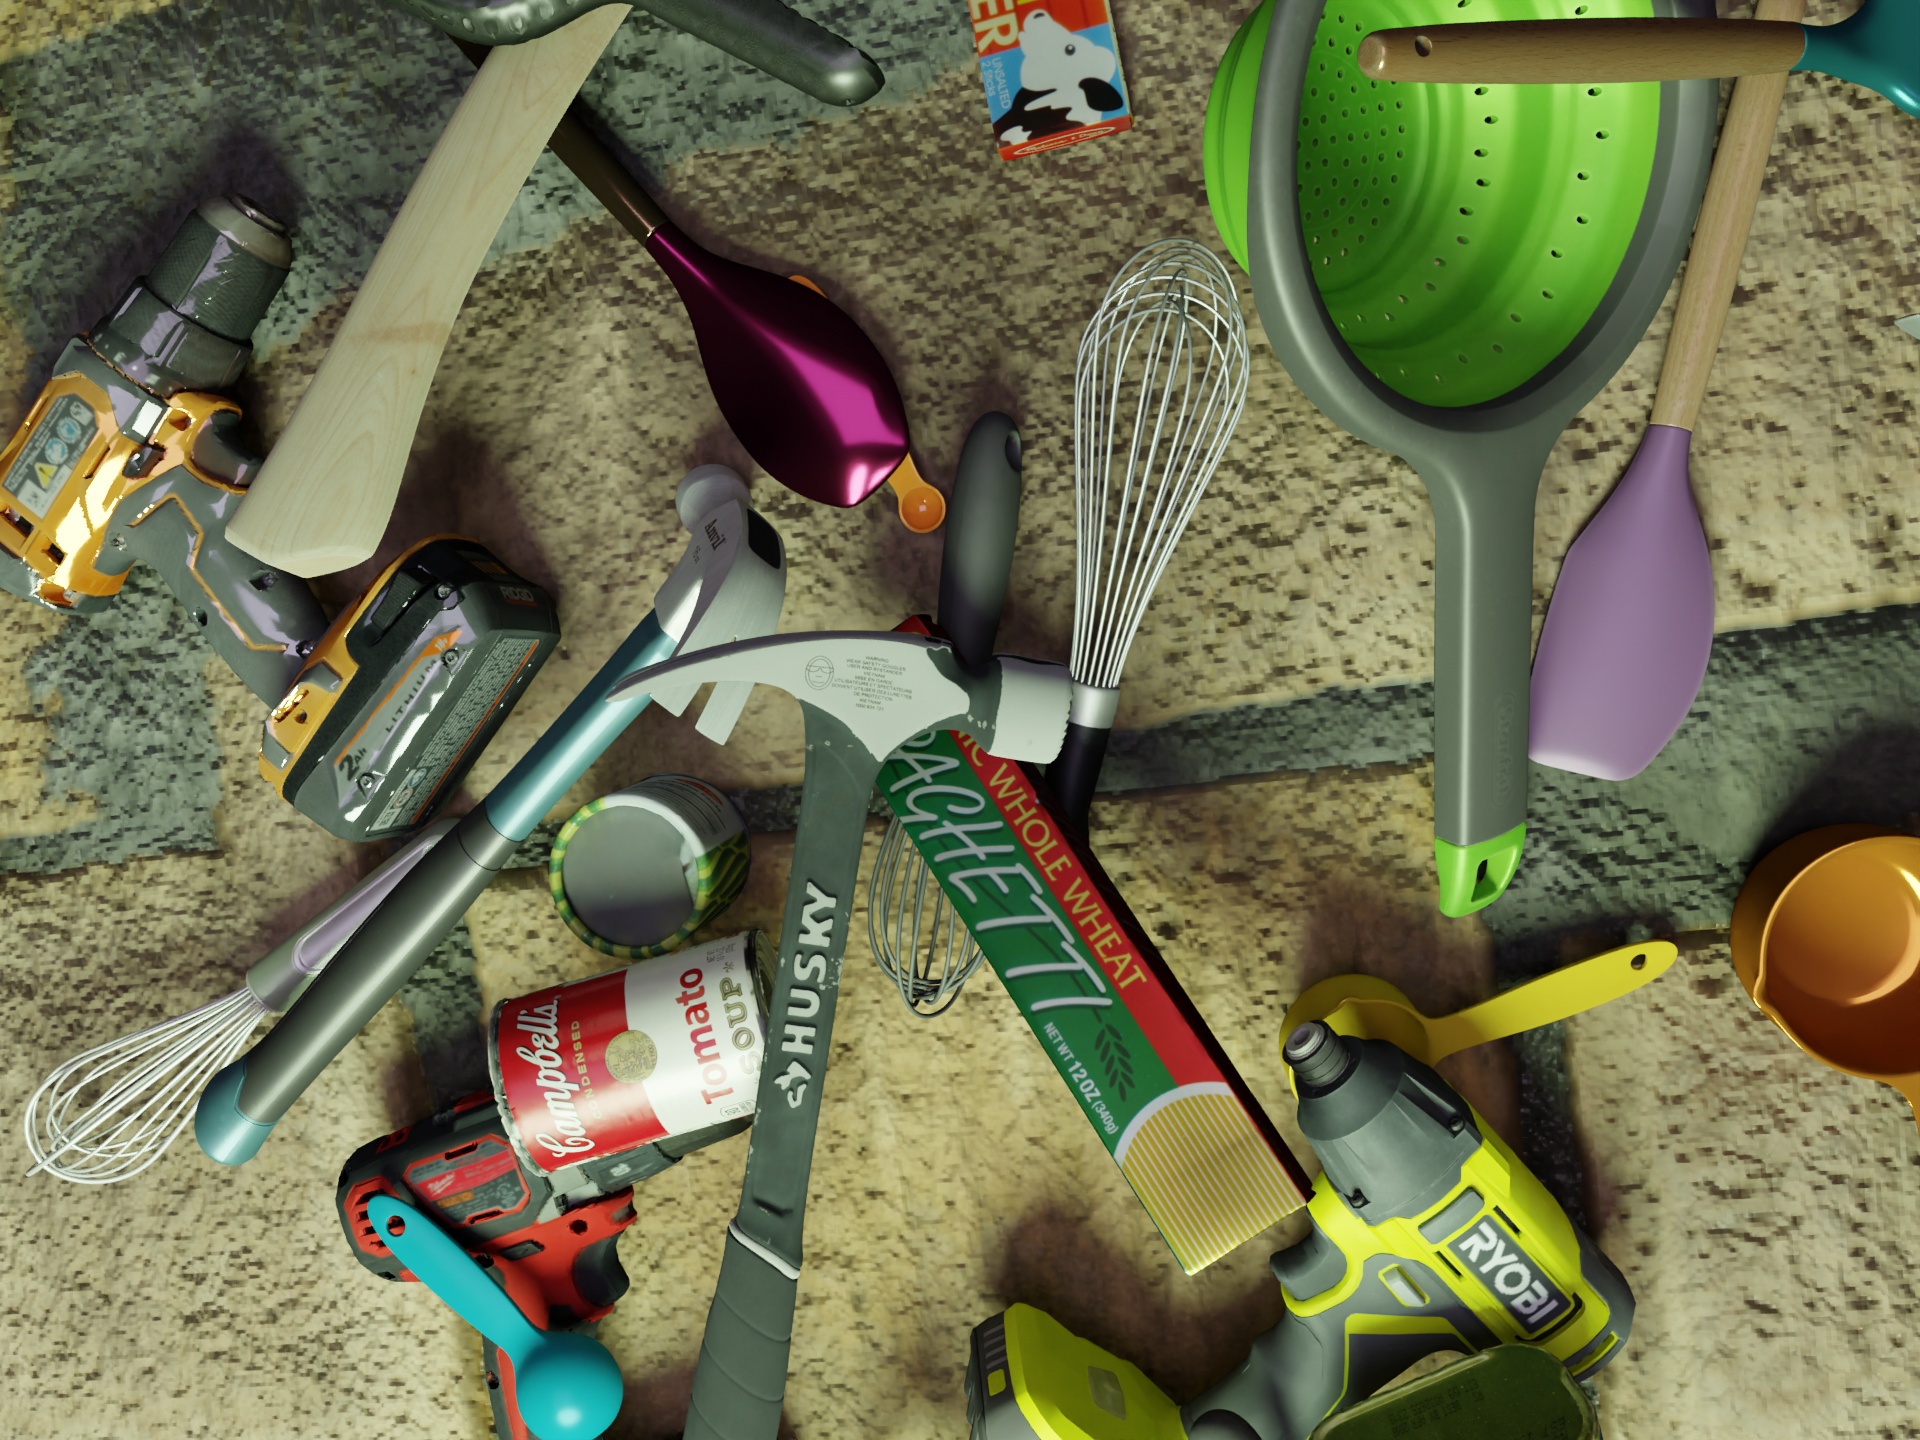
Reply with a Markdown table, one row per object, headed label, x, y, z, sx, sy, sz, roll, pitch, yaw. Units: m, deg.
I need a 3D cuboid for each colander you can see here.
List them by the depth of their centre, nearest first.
| label | x | y | z | sx | sy | sz | roll | pitch | yaw |
| --- | --- | --- | --- | --- | --- | --- | --- | --- | --- |
| colander | 0.159 | -0.120 | 0.564 | 0.204 | 0.095 | 0.396 | -18 | 115 | -27 |

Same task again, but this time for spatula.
| label | x | y | z | sx | sy | sz | roll | pitch | yaw |
| --- | --- | --- | --- | --- | --- | --- | --- | --- | --- |
| spatula | 0.256 | -0.221 | 0.508 | 0.317 | 0.044 | 0.082 | -14 | 95 | -26 |
| spatula | 0.269 | -0.132 | 0.582 | 0.060 | 0.018 | 0.316 | 13 | 98 | 14 |

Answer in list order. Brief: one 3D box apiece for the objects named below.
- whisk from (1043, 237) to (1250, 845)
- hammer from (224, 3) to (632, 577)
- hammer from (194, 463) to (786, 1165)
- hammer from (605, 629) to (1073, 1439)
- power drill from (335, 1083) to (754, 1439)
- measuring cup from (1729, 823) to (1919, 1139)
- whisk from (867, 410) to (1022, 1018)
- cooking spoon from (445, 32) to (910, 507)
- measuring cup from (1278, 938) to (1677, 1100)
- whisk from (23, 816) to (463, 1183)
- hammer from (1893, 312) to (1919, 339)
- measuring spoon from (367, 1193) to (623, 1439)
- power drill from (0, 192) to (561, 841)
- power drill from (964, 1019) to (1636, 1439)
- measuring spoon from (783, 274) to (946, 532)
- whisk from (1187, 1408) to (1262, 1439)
| label | x | y | z | sx | sy | sz | roll | pitch | yaw |
| --- | --- | --- | --- | --- | --- | --- | --- | --- | --- |
| whisk | 0.057 | -0.038 | 0.608 | 0.070 | 0.070 | 0.284 | 13 | 103 | 7 |
| hammer | -0.164 | -0.244 | 0.586 | 0.146 | 0.038 | 0.410 | 28 | 87 | 6 |
| hammer | -0.185 | 0.047 | 0.614 | 0.331 | 0.128 | 0.033 | -46 | 122 | 10 |
| hammer | -0.071 | 0.166 | 0.556 | 0.149 | 0.036 | 0.409 | 9 | 101 | -6 |
| power drill | -0.134 | 0.248 | 0.653 | 0.188 | 0.080 | 0.227 | -21 | 89 | 7 |
| measuring cup | 0.343 | 0.120 | 0.581 | 0.095 | 0.052 | 0.173 | -19 | 94 | 10 |
| whisk | 0.000 | -0.002 | 0.624 | 0.055 | 0.055 | 0.239 | 8 | 92 | 7 |
| cooking spoon | -0.138 | -0.211 | 0.633 | 0.068 | 0.017 | 0.319 | -43 | 87 | 19 |
| measuring cup | 0.197 | 0.109 | 0.615 | 0.156 | 0.029 | 0.062 | -19 | 114 | -1 |
| whisk | -0.302 | 0.119 | 0.678 | 0.246 | 0.059 | 0.057 | -37 | 100 | 5 |
| hammer | 0.364 | -0.311 | 0.520 | 0.143 | 0.038 | 0.386 | -4 | 92 | -20 |
| measuring spoon | -0.185 | 0.230 | 0.612 | 0.128 | 0.021 | 0.042 | 41 | 94 | 6 |
| power drill | -0.272 | -0.083 | 0.639 | 0.226 | 0.084 | 0.185 | 37 | 98 | 8 |
| power drill | 0.115 | 0.226 | 0.599 | 0.223 | 0.080 | 0.171 | -41 | 105 | 9 |
| measuring spoon | -0.038 | -0.126 | 0.634 | 0.021 | 0.011 | 0.117 | -31 | 87 | 19 |
| whisk | 0.136 | 0.381 | 0.550 | 0.073 | 0.073 | 0.296 | -19 | 89 | 10 |
